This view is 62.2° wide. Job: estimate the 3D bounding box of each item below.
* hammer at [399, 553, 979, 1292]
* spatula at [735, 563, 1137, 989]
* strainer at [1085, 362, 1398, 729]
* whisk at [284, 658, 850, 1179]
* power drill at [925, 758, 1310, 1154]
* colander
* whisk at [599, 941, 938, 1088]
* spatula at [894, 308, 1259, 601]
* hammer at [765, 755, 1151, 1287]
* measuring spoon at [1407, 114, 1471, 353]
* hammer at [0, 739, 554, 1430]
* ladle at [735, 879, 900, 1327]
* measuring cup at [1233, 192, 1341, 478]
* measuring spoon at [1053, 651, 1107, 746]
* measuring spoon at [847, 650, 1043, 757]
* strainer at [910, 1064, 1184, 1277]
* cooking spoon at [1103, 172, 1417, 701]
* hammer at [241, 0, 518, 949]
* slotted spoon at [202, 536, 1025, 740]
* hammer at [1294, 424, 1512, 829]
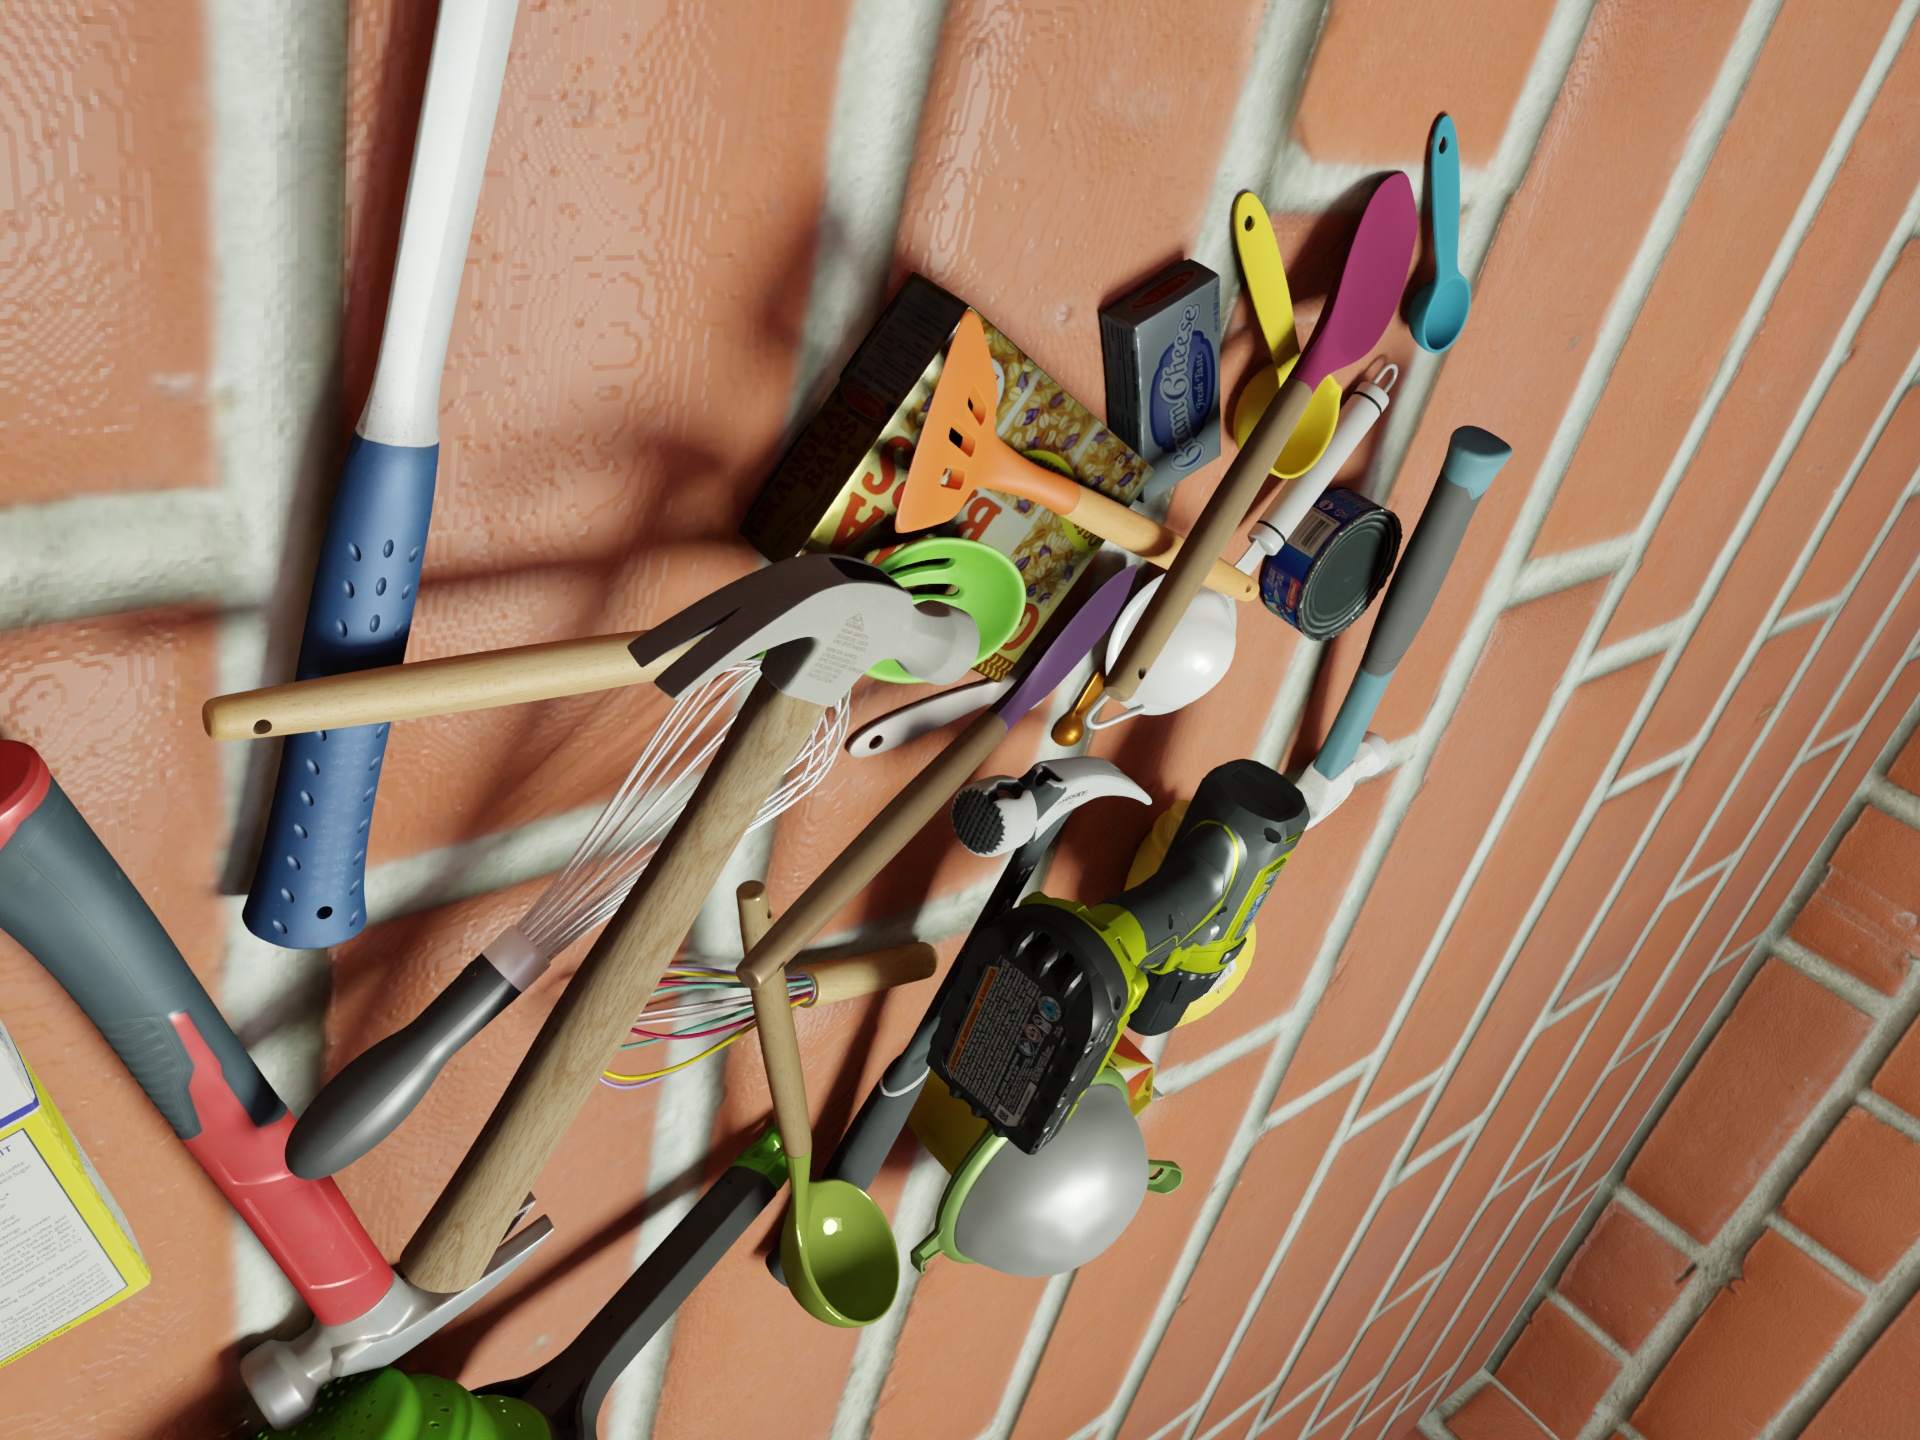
[{"bbox_3d":[-0.121,0.082,0.594,0.130,0.031,0.331,18,109,-53],"label":"hammer"},{"bbox_3d":[0.002,0.014,0.721,0.316,0.018,0.059,-45,162,-40],"label":"spatula"},{"bbox_3d":[0.159,-0.091,0.849,0.258,0.050,0.086,-53,132,-6],"label":"strainer"},{"bbox_3d":[-0.151,0.070,0.626,0.284,0.070,0.070,-44,145,-15],"label":"whisk"},{"bbox_3d":[0.088,0.135,0.862,0.228,0.080,0.190,-26,145,-47],"label":"power drill"},{"bbox_3d":[-0.226,0.316,0.764,0.397,0.204,0.094,-45,113,-34],"label":"colander"},{"bbox_3d":[-0.093,0.132,0.789,0.245,0.047,0.051,-2,128,-52],"label":"whisk"},{"bbox_3d":[0.064,-0.087,0.682,0.322,0.041,0.081,14,96,-54],"label":"spatula"},{"bbox_3d":[-0.021,0.180,0.883,0.149,0.036,0.408,-15,139,-50],"label":"hammer"},{"bbox_3d":[0.244,-0.252,0.825,0.042,0.021,0.128,-37,134,-24],"label":"measuring spoon"},{"bbox_3d":[-0.265,0.143,0.610,0.143,0.038,0.385,-32,142,-25],"label":"hammer"},{"bbox_3d":[-0.071,0.194,0.784,0.062,0.078,0.319,2,130,6],"label":"ladle"},{"bbox_3d":[0.147,-0.187,0.773,0.062,0.029,0.156,-42,133,-18],"label":"measuring cup"},{"bbox_3d":[0.087,-0.033,0.855,0.117,0.011,0.021,-55,145,8],"label":"measuring spoon"},{"bbox_3d":[-0.001,-0.002,0.780,0.124,0.018,0.034,-22,137,-32],"label":"measuring spoon"},{"bbox_3d":[0.091,0.296,0.986,0.151,0.069,0.256,-55,143,7],"label":"strainer"},{"bbox_3d":[0.147,-0.137,0.746,0.319,0.017,0.068,-58,142,-21],"label":"cooking spoon"},{"bbox_3d":[-0.176,-0.098,0.485,0.144,0.035,0.405,-7,127,-45],"label":"hammer"},{"bbox_3d":[-0.104,-0.026,0.572,0.313,0.031,0.070,-12,133,-38],"label":"slotted spoon"},{"bbox_3d":[0.258,-0.046,0.960,0.128,0.033,0.330,-35,152,-30],"label":"hammer"}]
